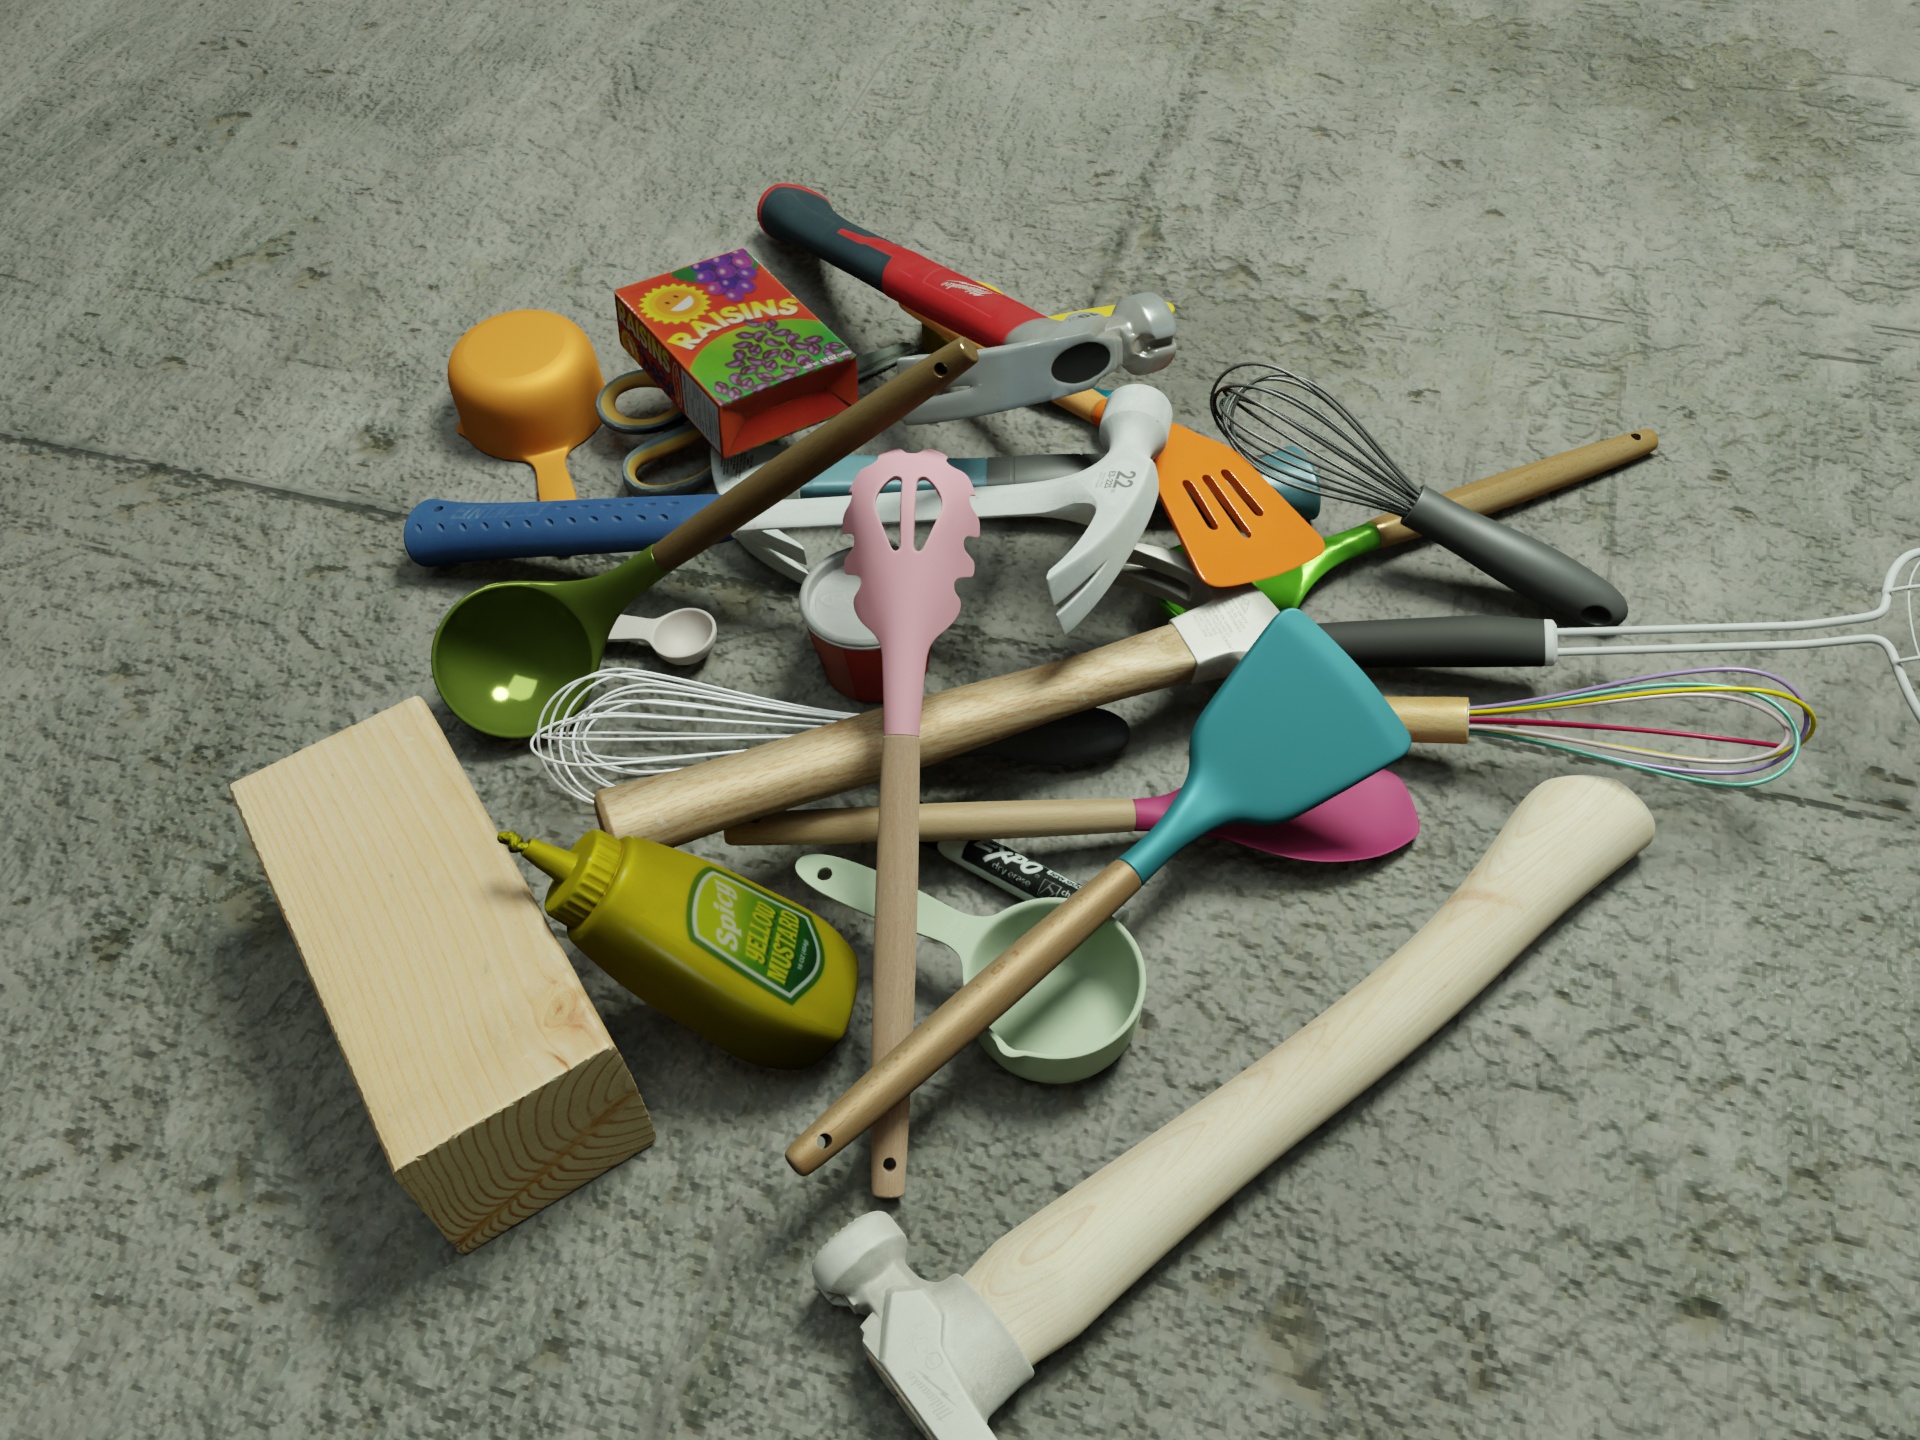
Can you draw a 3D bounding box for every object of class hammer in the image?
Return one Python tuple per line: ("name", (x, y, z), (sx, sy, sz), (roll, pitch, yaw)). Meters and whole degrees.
("hammer", (-0.046, -0.245, 0.885), (0.143, 0.038, 0.387), (-18, 33, -21))
("hammer", (0.028, -0.132, 0.868), (0.331, 0.033, 0.128), (1, 59, 2))
("hammer", (-0.001, -0.002, 0.720), (0.331, 0.031, 0.130), (-17, 56, -17))
("hammer", (0.147, 0.151, 0.642), (0.410, 0.038, 0.146), (-33, 58, -21))
("hammer", (-0.103, -0.099, 0.795), (0.405, 0.035, 0.144), (-1, 47, 20))

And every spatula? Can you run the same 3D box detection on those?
("spatula", (0.054, 0.075, 0.654), (0.317, 0.044, 0.082), (-38, 85, -22))
("spatula", (0.059, -0.166, 0.855), (0.081, 0.041, 0.323), (-19, 41, -30))

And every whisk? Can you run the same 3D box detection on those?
("whisk", (-0.061, 0.007, 0.759), (0.284, 0.070, 0.070), (-1, 52, -4))
("whisk", (0.232, -0.112, 0.806), (0.239, 0.055, 0.055), (29, 57, 2))
("whisk", (0.257, 0.004, 0.733), (0.245, 0.047, 0.051), (1, 80, 20))

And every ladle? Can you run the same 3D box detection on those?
("ladle", (-0.123, -0.082, 0.728), (0.320, 0.078, 0.062), (-28, 16, 28))

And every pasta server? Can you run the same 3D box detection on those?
("pasta server", (-0.025, 0.035, 0.664), (0.060, 0.040, 0.316), (1, 83, 1))

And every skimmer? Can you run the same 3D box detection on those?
("skimmer", (0.349, -0.024, 0.772), (0.363, 0.090, 0.127), (0, 63, 16))

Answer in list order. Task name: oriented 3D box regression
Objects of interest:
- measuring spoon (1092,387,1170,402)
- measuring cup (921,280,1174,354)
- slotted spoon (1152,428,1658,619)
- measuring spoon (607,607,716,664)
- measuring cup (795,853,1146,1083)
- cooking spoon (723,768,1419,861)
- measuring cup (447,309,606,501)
("measuring spoon", (0.065, -0.184, 0.928), (0.129, 0.021, 0.042), (22, 54, 31))
("measuring cup", (0.053, -0.250, 0.967), (0.156, 0.029, 0.062), (-7, 52, 0))
("slotted spoon", (0.242, -0.104, 0.844), (0.313, 0.031, 0.070), (-20, 56, -14))
("measuring spoon", (-0.184, -0.044, 0.833), (0.124, 0.018, 0.034), (5, 52, 16))
("measuring cup", (0.001, 0.101, 0.690), (0.168, 0.038, 0.083), (22, 56, 22))
("cooking spoon", (0.053, 0.044, 0.724), (0.319, 0.017, 0.069), (-1, 47, -7))
("measuring cup", (-0.242, -0.171, 0.908), (0.095, 0.052, 0.174), (-16, 51, -9))
